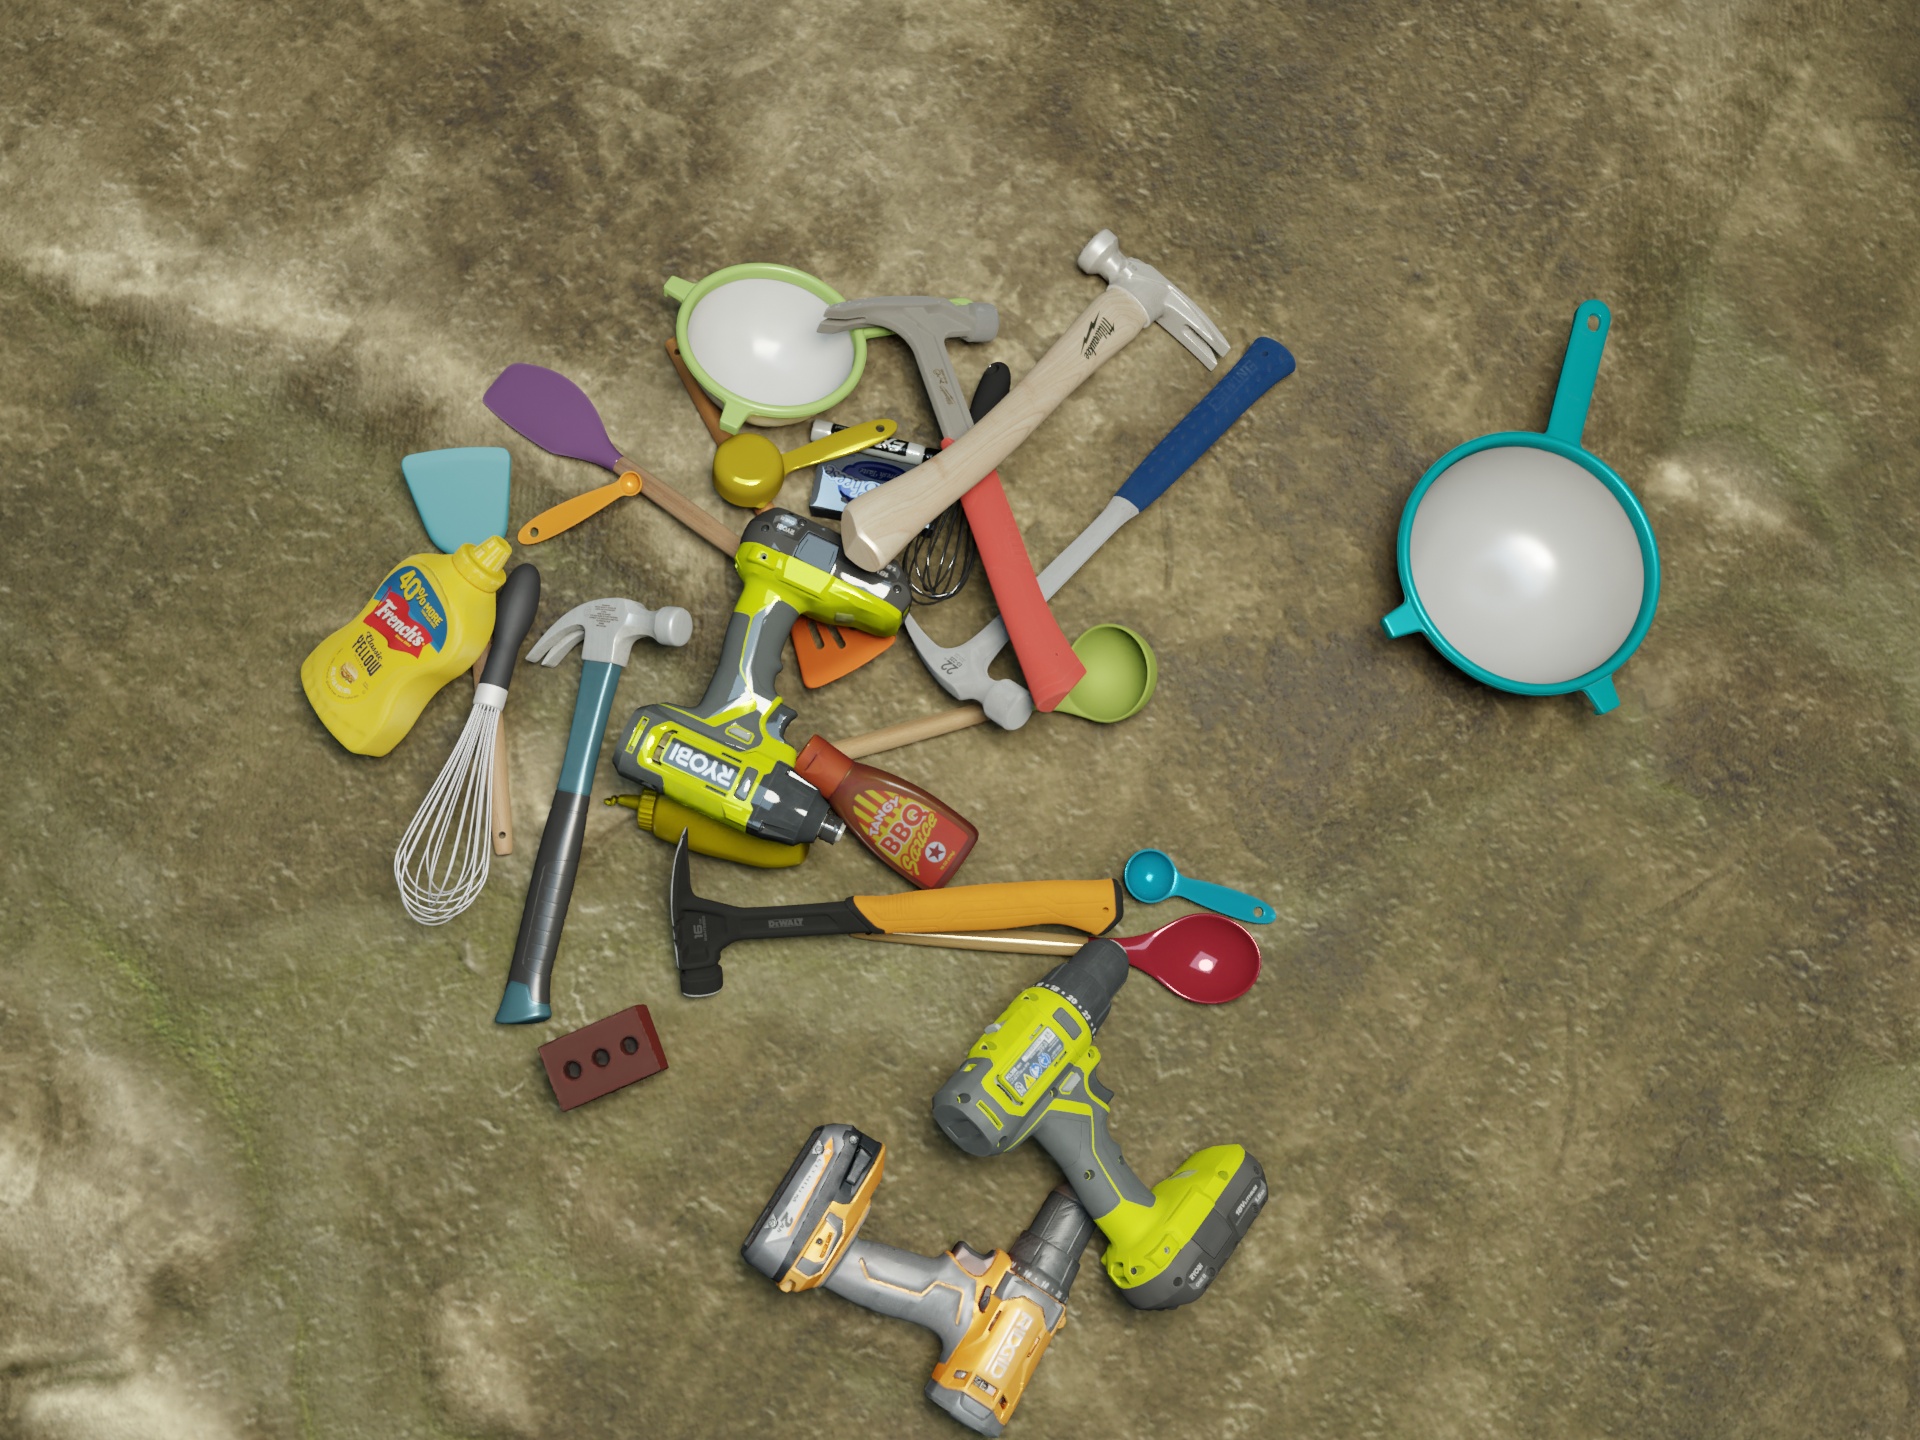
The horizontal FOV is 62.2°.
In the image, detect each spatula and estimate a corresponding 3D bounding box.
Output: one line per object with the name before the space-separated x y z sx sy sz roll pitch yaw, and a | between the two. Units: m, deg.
spatula | -0.373 -0.053 1.234 0.082 0.044 0.318 -7 80 -13
spatula | -0.251 -0.192 1.265 0.316 0.018 0.060 36 80 12
spatula | -0.159 -0.175 1.271 0.081 0.041 0.323 -29 81 -2

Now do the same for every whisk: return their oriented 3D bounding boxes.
whisk | 0.003 -0.193 1.265 0.055 0.055 0.239 16 63 0
whisk | -0.361 0.013 1.190 0.070 0.070 0.285 12 75 -1

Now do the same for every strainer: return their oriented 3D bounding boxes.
strainer | -0.108 -0.301 1.296 0.256 0.069 0.152 -15 68 -24
strainer | 0.455 -0.174 1.281 0.211 0.095 0.340 20 76 -2

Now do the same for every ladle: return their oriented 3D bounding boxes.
ladle | 0.072 0.174 1.224 0.315 0.031 0.069 5 84 0
ladle | -0.002 -0.004 1.240 0.320 0.062 0.078 -15 77 -3

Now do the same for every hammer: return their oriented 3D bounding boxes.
hammer | -0.047 0.136 1.187 0.337 0.034 0.127 -3 108 -1
hammer | 0.008 -0.172 1.208 0.149 0.036 0.359 -8 67 -25
hammer | 0.056 -0.233 1.218 0.146 0.038 0.411 42 56 1
hammer | 0.121 -0.169 1.273 0.144 0.035 0.405 35 72 31
hammer | -0.295 0.068 1.202 0.128 0.033 0.331 9 83 26

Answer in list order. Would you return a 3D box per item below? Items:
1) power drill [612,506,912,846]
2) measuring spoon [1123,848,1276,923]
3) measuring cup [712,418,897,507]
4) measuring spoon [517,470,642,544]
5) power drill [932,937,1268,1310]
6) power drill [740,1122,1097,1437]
power drill | -0.130 -0.027 1.169 0.171 0.080 0.223 25 77 0
measuring spoon | 0.186 0.135 1.246 0.128 0.021 0.042 19 79 -9
measuring cup | -0.122 -0.216 1.260 0.156 0.029 0.062 -21 74 -12
measuring spoon | -0.301 -0.167 1.261 0.117 0.011 0.021 -23 86 14
power drill | 0.112 0.288 1.152 0.228 0.080 0.190 49 57 -3
power drill | -0.021 0.377 1.153 0.226 0.084 0.185 34 72 -1
